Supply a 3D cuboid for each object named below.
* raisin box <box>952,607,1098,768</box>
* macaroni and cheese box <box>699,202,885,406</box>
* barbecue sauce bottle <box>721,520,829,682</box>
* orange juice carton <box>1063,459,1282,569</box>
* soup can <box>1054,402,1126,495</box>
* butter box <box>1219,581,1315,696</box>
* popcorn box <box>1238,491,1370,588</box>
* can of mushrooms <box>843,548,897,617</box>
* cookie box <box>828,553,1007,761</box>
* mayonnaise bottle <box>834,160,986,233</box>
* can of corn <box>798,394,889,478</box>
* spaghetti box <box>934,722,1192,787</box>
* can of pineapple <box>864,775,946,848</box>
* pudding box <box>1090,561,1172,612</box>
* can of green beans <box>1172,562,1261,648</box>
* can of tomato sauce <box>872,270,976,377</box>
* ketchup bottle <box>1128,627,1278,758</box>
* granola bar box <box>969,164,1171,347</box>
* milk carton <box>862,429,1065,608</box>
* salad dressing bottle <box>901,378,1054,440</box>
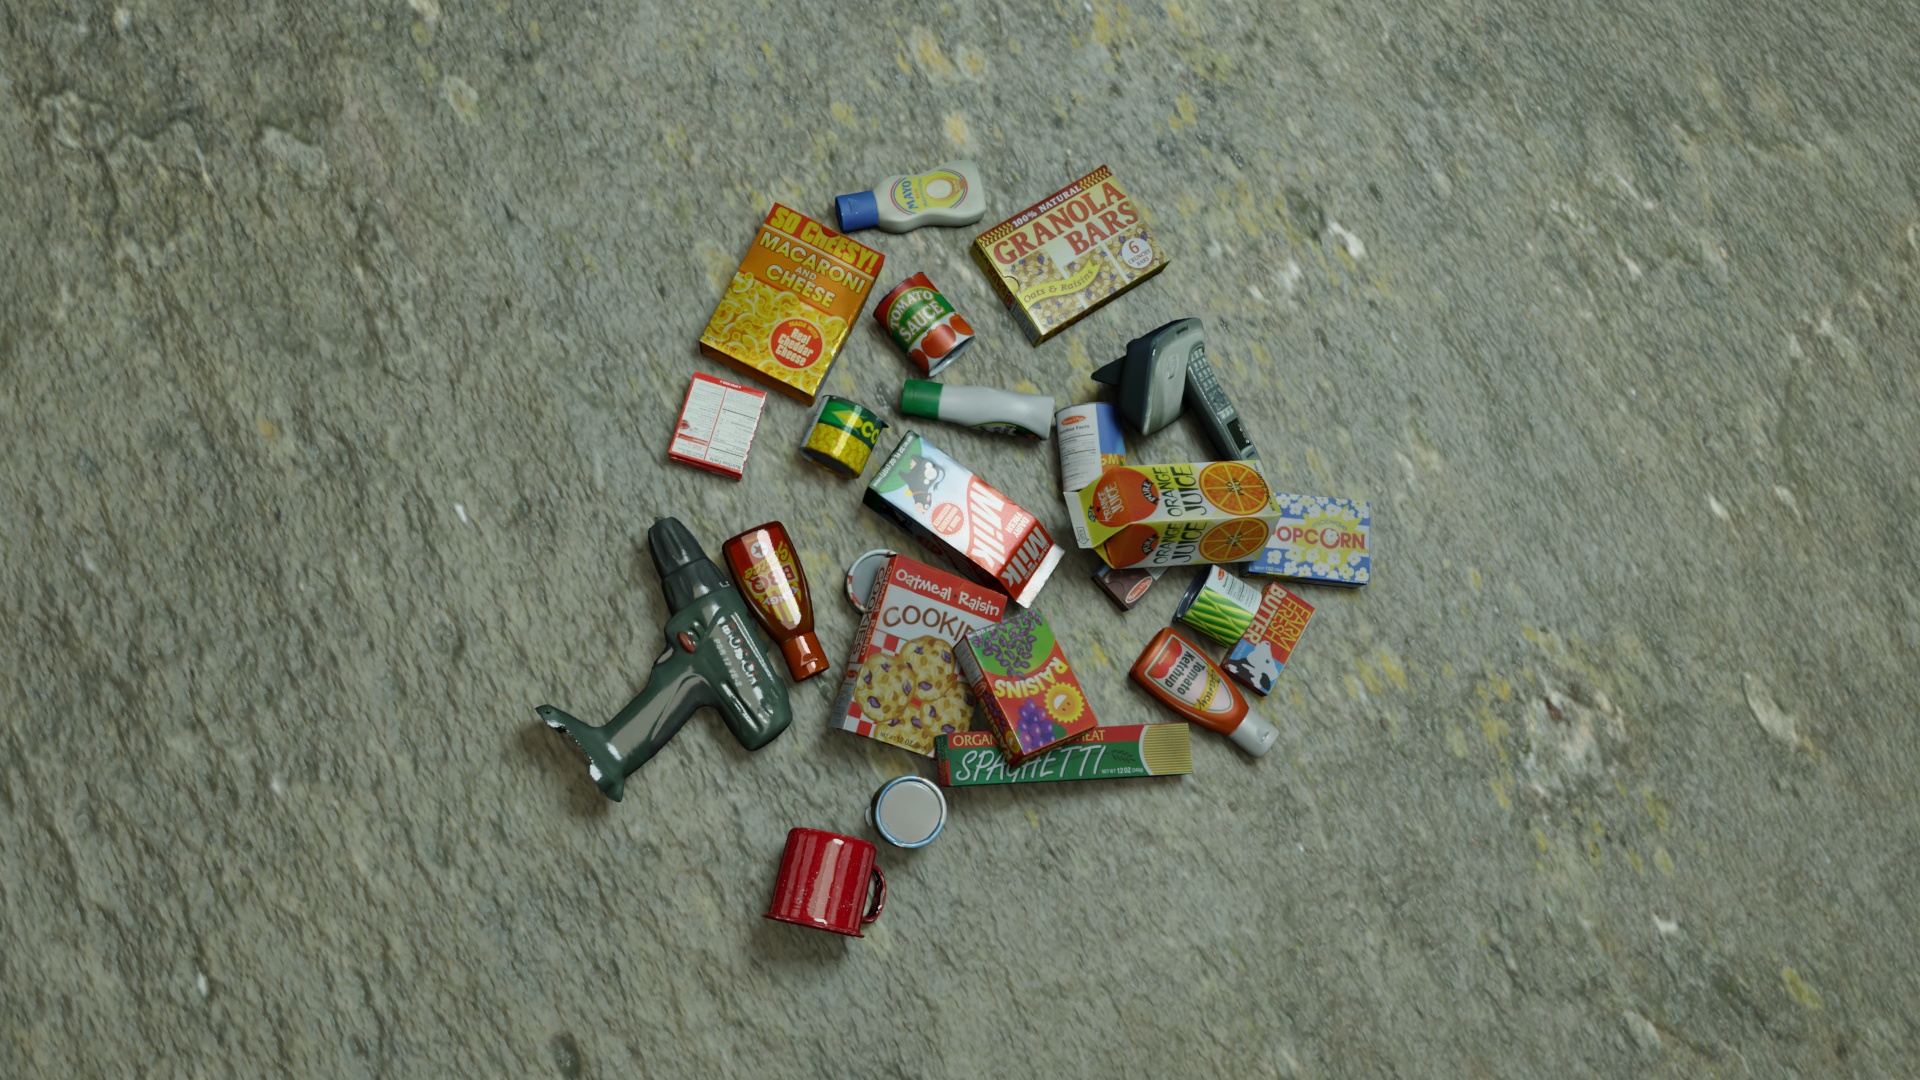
[{"bbox_3d":[0.059,0.133,1.269,0.086,0.040,0.123,-18,71,-28],"label":"raisin box"},{"bbox_3d":[-0.164,-0.234,1.371,0.124,0.040,0.167,26,76,-3],"label":"macaroni and cheese box"},{"bbox_3d":[-0.168,0.059,1.306,0.065,0.043,0.148,-23,82,-14],"label":"barbecue sauce bottle"},{"bbox_3d":[0.197,-0.024,1.322,0.193,0.072,0.072,-3,52,-13],"label":"orange juice carton"},{"bbox_3d":[0.131,-0.087,1.370,0.071,0.071,0.084,-4,80,-9],"label":"soup can"},{"bbox_3d":[0.304,0.097,1.374,0.053,0.024,0.104,32,76,-1],"label":"butter box"},{"bbox_3d":[0.346,-0.001,1.394,0.127,0.038,0.085,6,78,-7],"label":"popcorn box"},{"bbox_3d":[-0.076,0.044,1.327,0.071,0.033,0.071,2,79,-9],"label":"can of mushrooms"},{"bbox_3d":[-0.037,0.111,1.291,0.123,0.040,0.167,22,78,-24],"label":"cookie box"},{"bbox_3d":[-0.052,-0.344,1.410,0.148,0.041,0.065,-13,82,-11],"label":"mayonnaise bottle"},{"bbox_3d":[-0.113,-0.098,1.335,0.071,0.071,0.058,24,77,-2],"label":"can of corn"},{"bbox_3d":[0.099,0.200,1.297,0.250,0.028,0.050,0,77,-20],"label":"spaghetti box"},{"bbox_3d":[-0.050,0.250,1.274,0.071,0.057,0.071,2,78,-8],"label":"can of pineapple"},{"bbox_3d":[0.174,0.025,1.368,0.084,0.030,0.049,-44,88,-14],"label":"pudding box"},{"bbox_3d":[0.251,0.064,1.352,0.058,0.071,0.071,32,76,-1],"label":"can of green beans"},{"bbox_3d":[-0.035,-0.213,1.370,0.071,0.071,0.083,-40,87,-14],"label":"can of tomato sauce"},{"bbox_3d":[0.238,0.152,1.344,0.149,0.043,0.065,38,76,1],"label":"ketchup bottle"},{"bbox_3d":[0.113,-0.293,1.424,0.166,0.039,0.124,-32,84,-13],"label":"granola bar box"},{"bbox_3d":[0.005,-0.017,1.331,0.190,0.073,0.072,35,76,0],"label":"milk carton"},{"bbox_3d":[0.017,-0.131,1.367,0.148,0.064,0.044,9,87,2],"label":"salad dressing bottle"}]
